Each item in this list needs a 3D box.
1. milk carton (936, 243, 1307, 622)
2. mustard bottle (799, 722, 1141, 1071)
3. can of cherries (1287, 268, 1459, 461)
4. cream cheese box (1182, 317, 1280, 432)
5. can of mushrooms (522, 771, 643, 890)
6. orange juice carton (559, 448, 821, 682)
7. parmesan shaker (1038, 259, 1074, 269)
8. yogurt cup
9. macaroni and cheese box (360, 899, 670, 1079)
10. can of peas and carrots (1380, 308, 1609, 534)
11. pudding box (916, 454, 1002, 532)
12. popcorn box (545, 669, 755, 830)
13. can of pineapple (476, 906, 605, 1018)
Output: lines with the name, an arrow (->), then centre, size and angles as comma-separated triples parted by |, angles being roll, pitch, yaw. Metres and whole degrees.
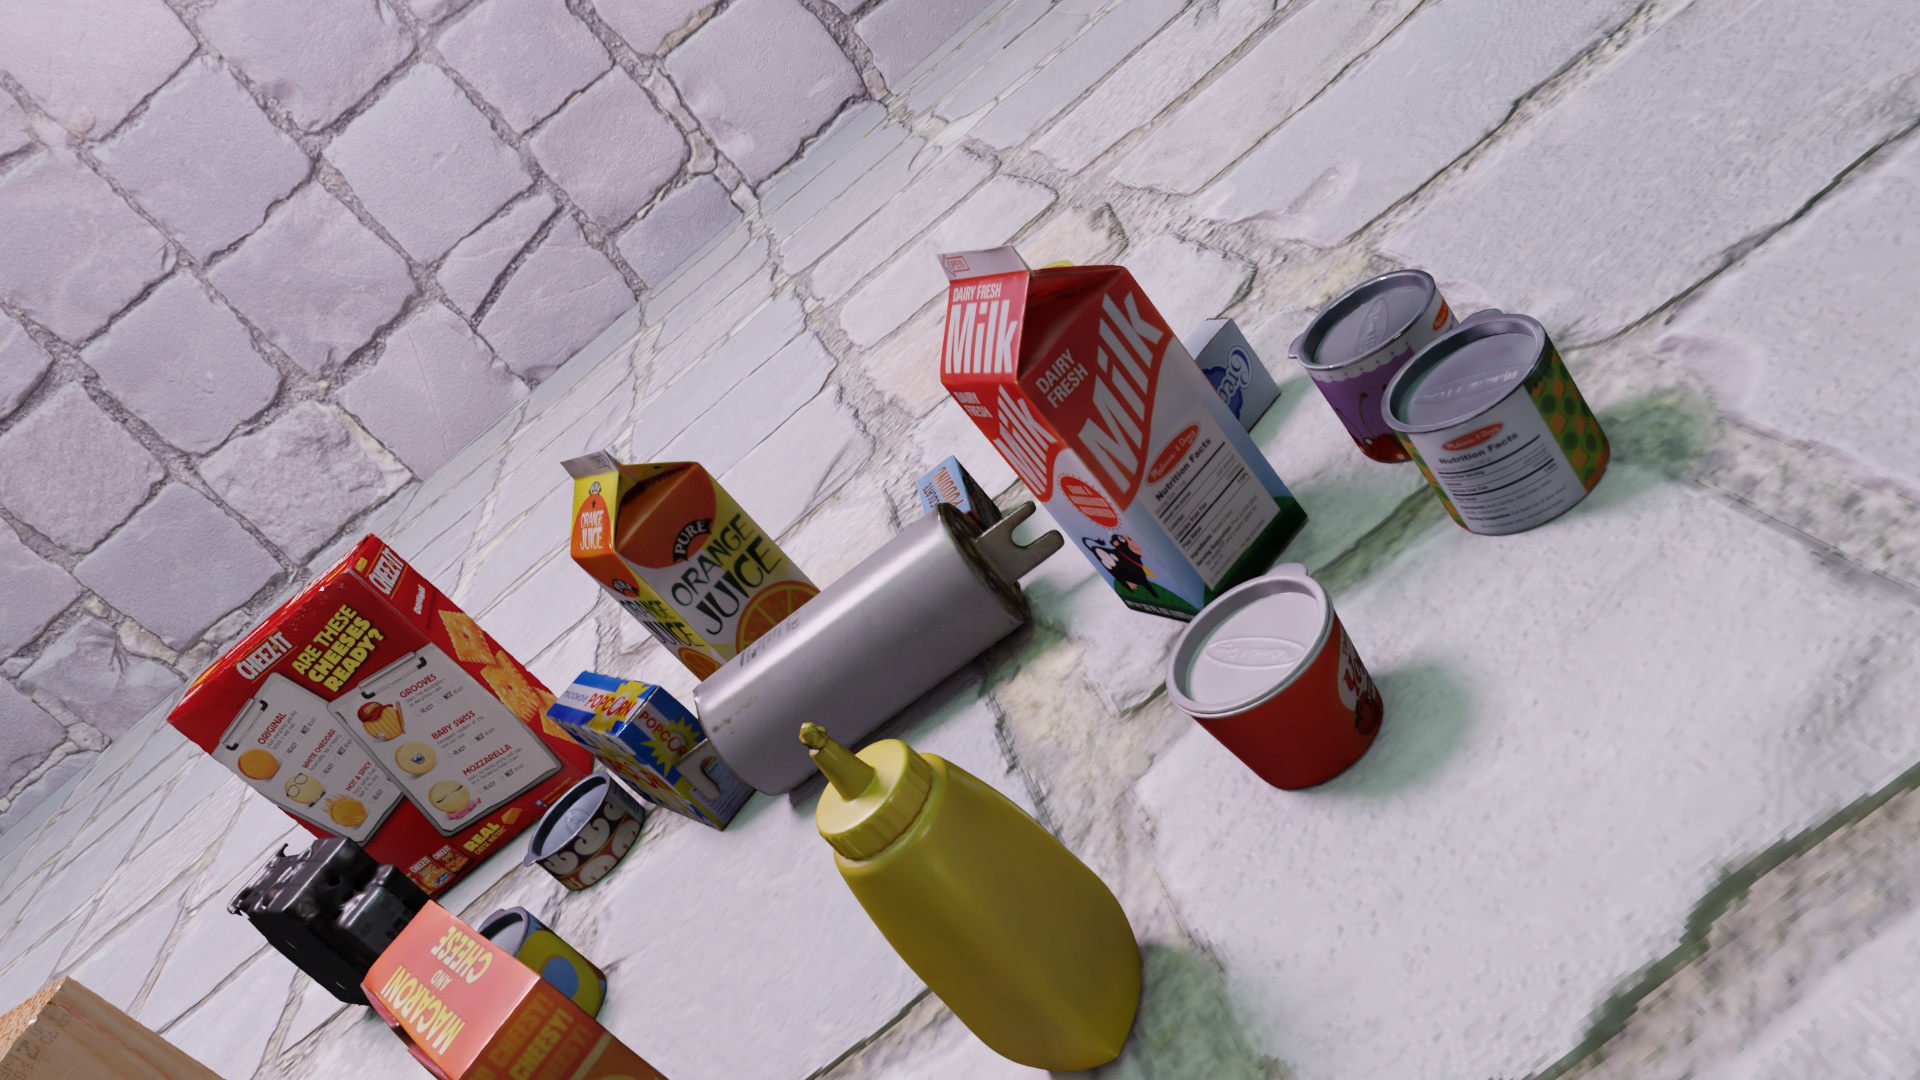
milk carton -> 0.062, -0.054, 0.611 | 0.073, 0.190, 0.072 | -48, 24, -15
mustard bottle -> -0.001, 0.110, 0.456 | 0.048, 0.160, 0.066 | -25, 28, 33
can of cherries -> 0.192, -0.077, 0.621 | 0.071, 0.058, 0.072 | -33, 24, 17
cream cheese box -> 0.116, -0.061, 0.713 | 0.104, 0.053, 0.024 | -49, 24, -18
can of mushrooms -> -0.228, 0.178, 0.841 | 0.071, 0.033, 0.071 | -33, 24, 17
orange juice carton -> -0.152, 0.019, 0.804 | 0.071, 0.192, 0.073 | -3, 43, 55
parmesan shaker -> 0.066, -0.101, 0.796 | 0.071, 0.103, 0.071 | -33, 24, 17
yogurt cup -> 0.117, 0.054, 0.509 | 0.072, 0.054, 0.073 | -33, 24, 17
macaroni and cheese box -> -0.114, 0.196, 0.467 | 0.123, 0.166, 0.040 | -3, 43, 55
can of peas and carrots -> 0.208, -0.046, 0.541 | 0.071, 0.058, 0.071 | -33, 24, 17
pudding box -> 0.003, -0.010, 0.800 | 0.030, 0.049, 0.084 | -37, 24, 10
popcorn box -> -0.181, 0.119, 0.807 | 0.038, 0.085, 0.126 | -52, 25, -23
can of pineapple -> -0.225, 0.231, 0.713 | 0.071, 0.057, 0.071 | -33, 24, 17
